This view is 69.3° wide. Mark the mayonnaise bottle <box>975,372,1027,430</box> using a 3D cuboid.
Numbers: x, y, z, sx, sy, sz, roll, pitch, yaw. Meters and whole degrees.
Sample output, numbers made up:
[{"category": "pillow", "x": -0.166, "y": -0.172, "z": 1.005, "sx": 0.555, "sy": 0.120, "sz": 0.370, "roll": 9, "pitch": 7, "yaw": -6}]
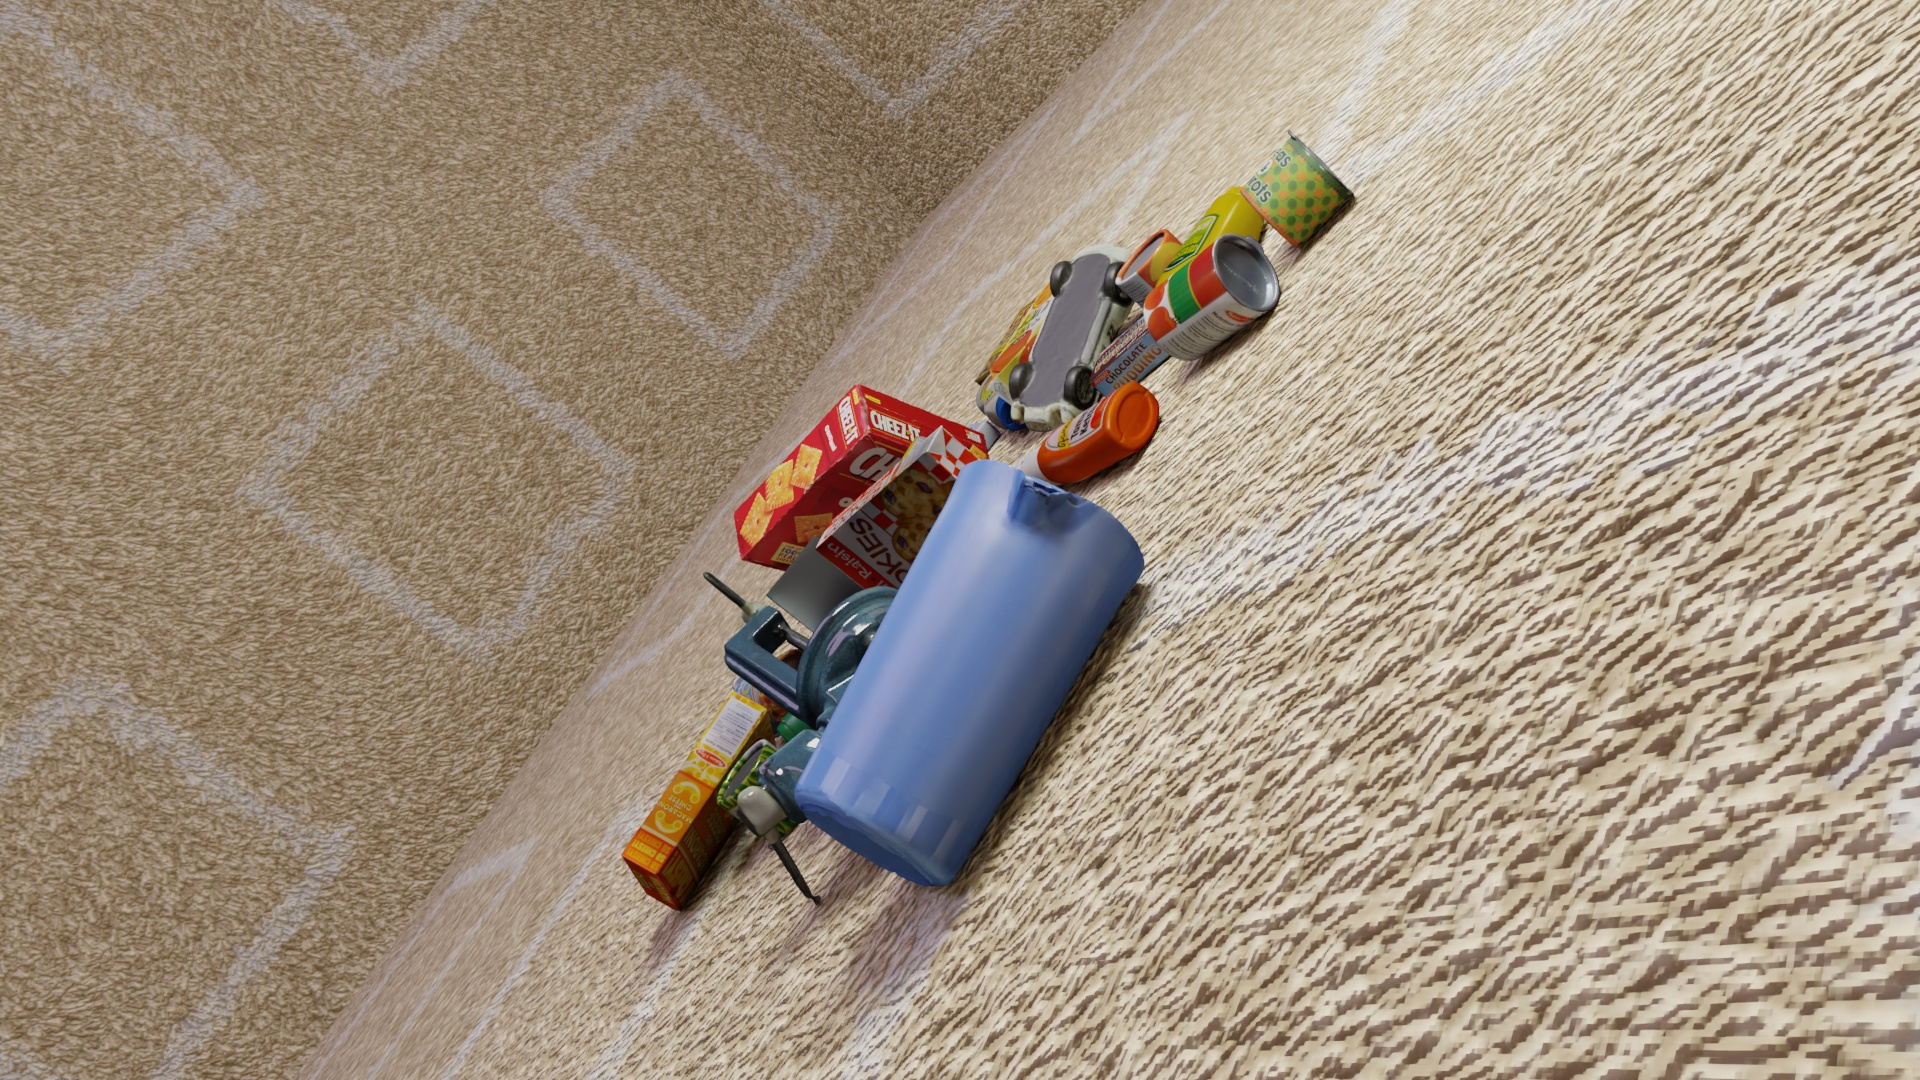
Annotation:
[{"category": "mayonnaise bottle", "x": 0.050, "y": -0.146, "z": 1.440, "sx": 0.064, "sy": 0.041, "sz": 0.148, "roll": -49, "pitch": 14, "yaw": 9}]

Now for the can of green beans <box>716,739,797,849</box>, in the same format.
[{"category": "can of green beans", "x": -0.160, "y": 0.208, "z": 1.151, "sx": 0.071, "sy": 0.058, "sz": 0.071, "roll": -46, "pitch": 15, "yaw": 16}]

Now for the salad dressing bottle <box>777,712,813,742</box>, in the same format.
[{"category": "salad dressing bottle", "x": -0.104, "y": 0.121, "z": 1.233, "sx": 0.147, "sy": 0.044, "sz": 0.064, "roll": -51, "pitch": 12, "yaw": 1}]

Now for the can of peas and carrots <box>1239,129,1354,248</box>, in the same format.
[{"category": "can of peas and carrots", "x": 0.256, "y": -0.269, "z": 1.065, "sx": 0.058, "sy": 0.071, "sz": 0.071, "roll": -45, "pitch": 15, "yaw": 21}]

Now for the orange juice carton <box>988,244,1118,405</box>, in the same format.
[{"category": "orange juice carton", "x": 0.096, "y": -0.193, "z": 1.359, "sx": 0.072, "sy": 0.072, "sz": 0.193, "roll": -30, "pitch": 24, "yaw": 56}]

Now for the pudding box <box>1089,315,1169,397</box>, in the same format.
[{"category": "pudding box", "x": 0.152, "y": -0.162, "z": 1.193, "sx": 0.083, "sy": 0.030, "sz": 0.050, "roll": -38, "pitch": 17, "yaw": 39}]

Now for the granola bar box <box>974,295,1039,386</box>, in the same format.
[{"category": "granola bar box", "x": 0.096, "y": -0.235, "z": 1.531, "sx": 0.165, "sy": 0.039, "sz": 0.125, "roll": -29, "pitch": 26, "yaw": 55}]

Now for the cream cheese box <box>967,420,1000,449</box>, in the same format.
[{"category": "cream cheese box", "x": -0.003, "y": -0.080, "z": 1.470, "sx": 0.104, "sy": 0.024, "sz": 0.053, "roll": -53, "pitch": 15, "yaw": -12}]

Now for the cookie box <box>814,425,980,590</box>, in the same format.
[{"category": "cookie box", "x": -0.024, "y": -0.004, "z": 1.140, "sx": 0.166, "sy": 0.123, "sz": 0.040, "roll": -38, "pitch": 18, "yaw": 42}]

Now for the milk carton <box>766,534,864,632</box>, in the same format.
[{"category": "milk carton", "x": -0.118, "y": 0.055, "z": 1.316, "sx": 0.072, "sy": 0.073, "sz": 0.190, "roll": -52, "pitch": -7, "yaw": -3}]

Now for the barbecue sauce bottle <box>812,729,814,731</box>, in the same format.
[{"category": "barbecue sauce bottle", "x": -0.096, "y": 0.157, "z": 1.114, "sx": 0.064, "sy": 0.043, "sz": 0.149, "roll": -46, "pitch": 14, "yaw": 21}]

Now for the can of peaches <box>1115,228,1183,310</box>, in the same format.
[{"category": "can of peaches", "x": 0.181, "y": -0.235, "z": 1.232, "sx": 0.071, "sy": 0.058, "sz": 0.071, "roll": -47, "pitch": 15, "yaw": 16}]

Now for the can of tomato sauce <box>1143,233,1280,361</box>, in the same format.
[{"category": "can of tomato sauce", "x": 0.190, "y": -0.186, "z": 1.060, "sx": 0.082, "sy": 0.071, "sz": 0.071, "roll": -34, "pitch": 21, "yaw": 50}]

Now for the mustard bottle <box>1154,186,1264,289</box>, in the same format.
[{"category": "mustard bottle", "x": 0.220, "y": -0.253, "z": 1.177, "sx": 0.065, "sy": 0.049, "sz": 0.161, "roll": -20, "pitch": 33, "yaw": 59}]

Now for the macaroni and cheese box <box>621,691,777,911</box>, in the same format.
[{"category": "macaroni and cheese box", "x": -0.222, "y": 0.230, "z": 1.217, "sx": 0.167, "sy": 0.040, "sz": 0.123, "roll": -58, "pitch": -14, "yaw": -26}]

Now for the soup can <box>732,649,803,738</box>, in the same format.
[{"category": "soup can", "x": -0.171, "y": 0.144, "z": 1.319, "sx": 0.083, "sy": 0.071, "sz": 0.072, "roll": -34, "pitch": 21, "yaw": 48}]

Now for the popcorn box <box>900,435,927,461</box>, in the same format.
[{"category": "popcorn box", "x": -0.040, "y": -0.022, "z": 1.279, "sx": 0.126, "sy": 0.038, "sz": 0.085, "roll": 90, "pitch": -158, "yaw": -50}]

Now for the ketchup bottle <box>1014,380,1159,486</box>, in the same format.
[{"category": "ketchup bottle", "x": 0.097, "y": -0.074, "z": 1.114, "sx": 0.148, "sy": 0.043, "sz": 0.065, "roll": -30, "pitch": 25, "yaw": 55}]
